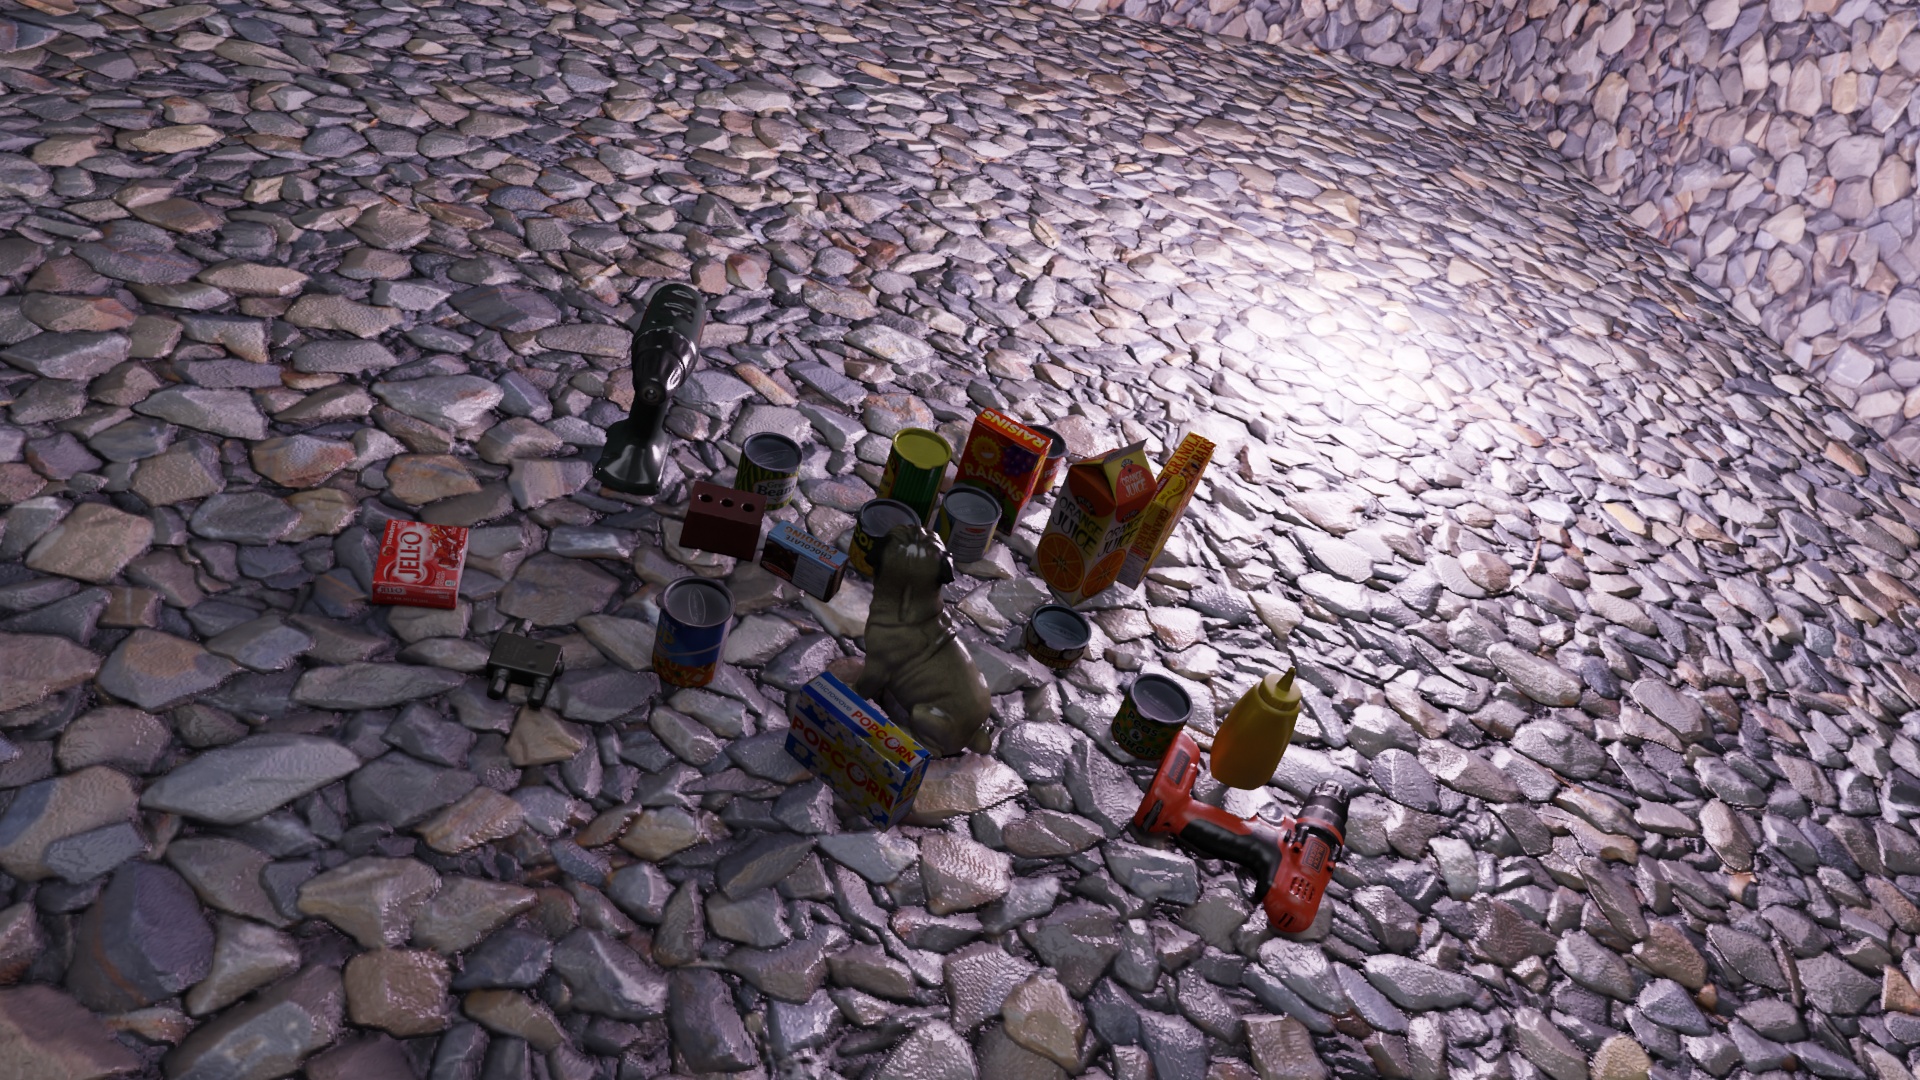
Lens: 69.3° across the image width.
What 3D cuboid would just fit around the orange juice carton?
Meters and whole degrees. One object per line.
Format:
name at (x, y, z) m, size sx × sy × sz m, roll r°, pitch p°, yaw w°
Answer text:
orange juice carton at (0.148, -0.028, 1.491) m, size 0.072 × 0.191 × 0.073 m, roll -22°, pitch 54°, yaw -40°

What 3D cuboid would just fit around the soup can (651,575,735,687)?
soup can at (-0.250, 0.084, 1.279) m, size 0.071 × 0.083 × 0.072 m, roll 12°, pitch 39°, yaw -10°

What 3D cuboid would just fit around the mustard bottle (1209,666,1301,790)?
mustard bottle at (0.292, 0.174, 1.338) m, size 0.065 × 0.159 × 0.049 m, roll 18°, pitch 39°, yaw -2°

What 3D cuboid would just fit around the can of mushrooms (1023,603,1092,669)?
can of mushrooms at (0.100, 0.101, 1.445) m, size 0.071 × 0.033 × 0.071 m, roll 12°, pitch 39°, yaw -10°

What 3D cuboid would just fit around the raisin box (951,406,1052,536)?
raisin box at (0.042, -0.077, 1.559) m, size 0.086 × 0.122 × 0.040 m, roll 30°, pitch 40°, yaw 12°

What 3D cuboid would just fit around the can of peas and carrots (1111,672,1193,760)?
can of peas and carrots at (0.188, 0.176, 1.374) m, size 0.071 × 0.058 × 0.071 m, roll 12°, pitch 39°, yaw -10°

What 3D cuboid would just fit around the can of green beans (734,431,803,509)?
can of green beans at (-0.208, -0.075, 1.504) m, size 0.071 × 0.057 × 0.071 m, roll 12°, pitch 39°, yaw -10°

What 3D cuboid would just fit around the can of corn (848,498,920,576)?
can of corn at (-0.083, -0.001, 1.469) m, size 0.071 × 0.058 × 0.071 m, roll 12°, pitch 39°, yaw -10°

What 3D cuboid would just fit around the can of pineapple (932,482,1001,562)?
can of pineapple at (0.005, -0.019, 1.528) m, size 0.071 × 0.057 × 0.071 m, roll 12°, pitch 39°, yaw -10°

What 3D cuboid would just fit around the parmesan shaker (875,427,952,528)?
parmesan shaker at (-0.054, -0.062, 1.517) m, size 0.071 × 0.102 × 0.072 m, roll 12°, pitch 39°, yaw -10°

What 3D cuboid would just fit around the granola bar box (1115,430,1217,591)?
granola bar box at (0.231, -0.036, 1.590) m, size 0.039 × 0.123 × 0.166 m, roll 28°, pitch 39°, yaw 11°

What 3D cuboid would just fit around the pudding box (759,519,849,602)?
pudding box at (-0.160, 0.021, 1.418) m, size 0.084 × 0.049 × 0.030 m, roll 28°, pitch 39°, yaw 11°

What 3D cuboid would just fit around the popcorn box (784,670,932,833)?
popcorn box at (-0.093, 0.185, 1.224) m, size 0.127 × 0.084 × 0.038 m, roll 36°, pitch 41°, yaw 20°

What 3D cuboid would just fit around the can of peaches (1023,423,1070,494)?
can of peaches at (0.089, -0.096, 1.653) m, size 0.071 × 0.057 × 0.071 m, roll 12°, pitch 39°, yaw -10°
